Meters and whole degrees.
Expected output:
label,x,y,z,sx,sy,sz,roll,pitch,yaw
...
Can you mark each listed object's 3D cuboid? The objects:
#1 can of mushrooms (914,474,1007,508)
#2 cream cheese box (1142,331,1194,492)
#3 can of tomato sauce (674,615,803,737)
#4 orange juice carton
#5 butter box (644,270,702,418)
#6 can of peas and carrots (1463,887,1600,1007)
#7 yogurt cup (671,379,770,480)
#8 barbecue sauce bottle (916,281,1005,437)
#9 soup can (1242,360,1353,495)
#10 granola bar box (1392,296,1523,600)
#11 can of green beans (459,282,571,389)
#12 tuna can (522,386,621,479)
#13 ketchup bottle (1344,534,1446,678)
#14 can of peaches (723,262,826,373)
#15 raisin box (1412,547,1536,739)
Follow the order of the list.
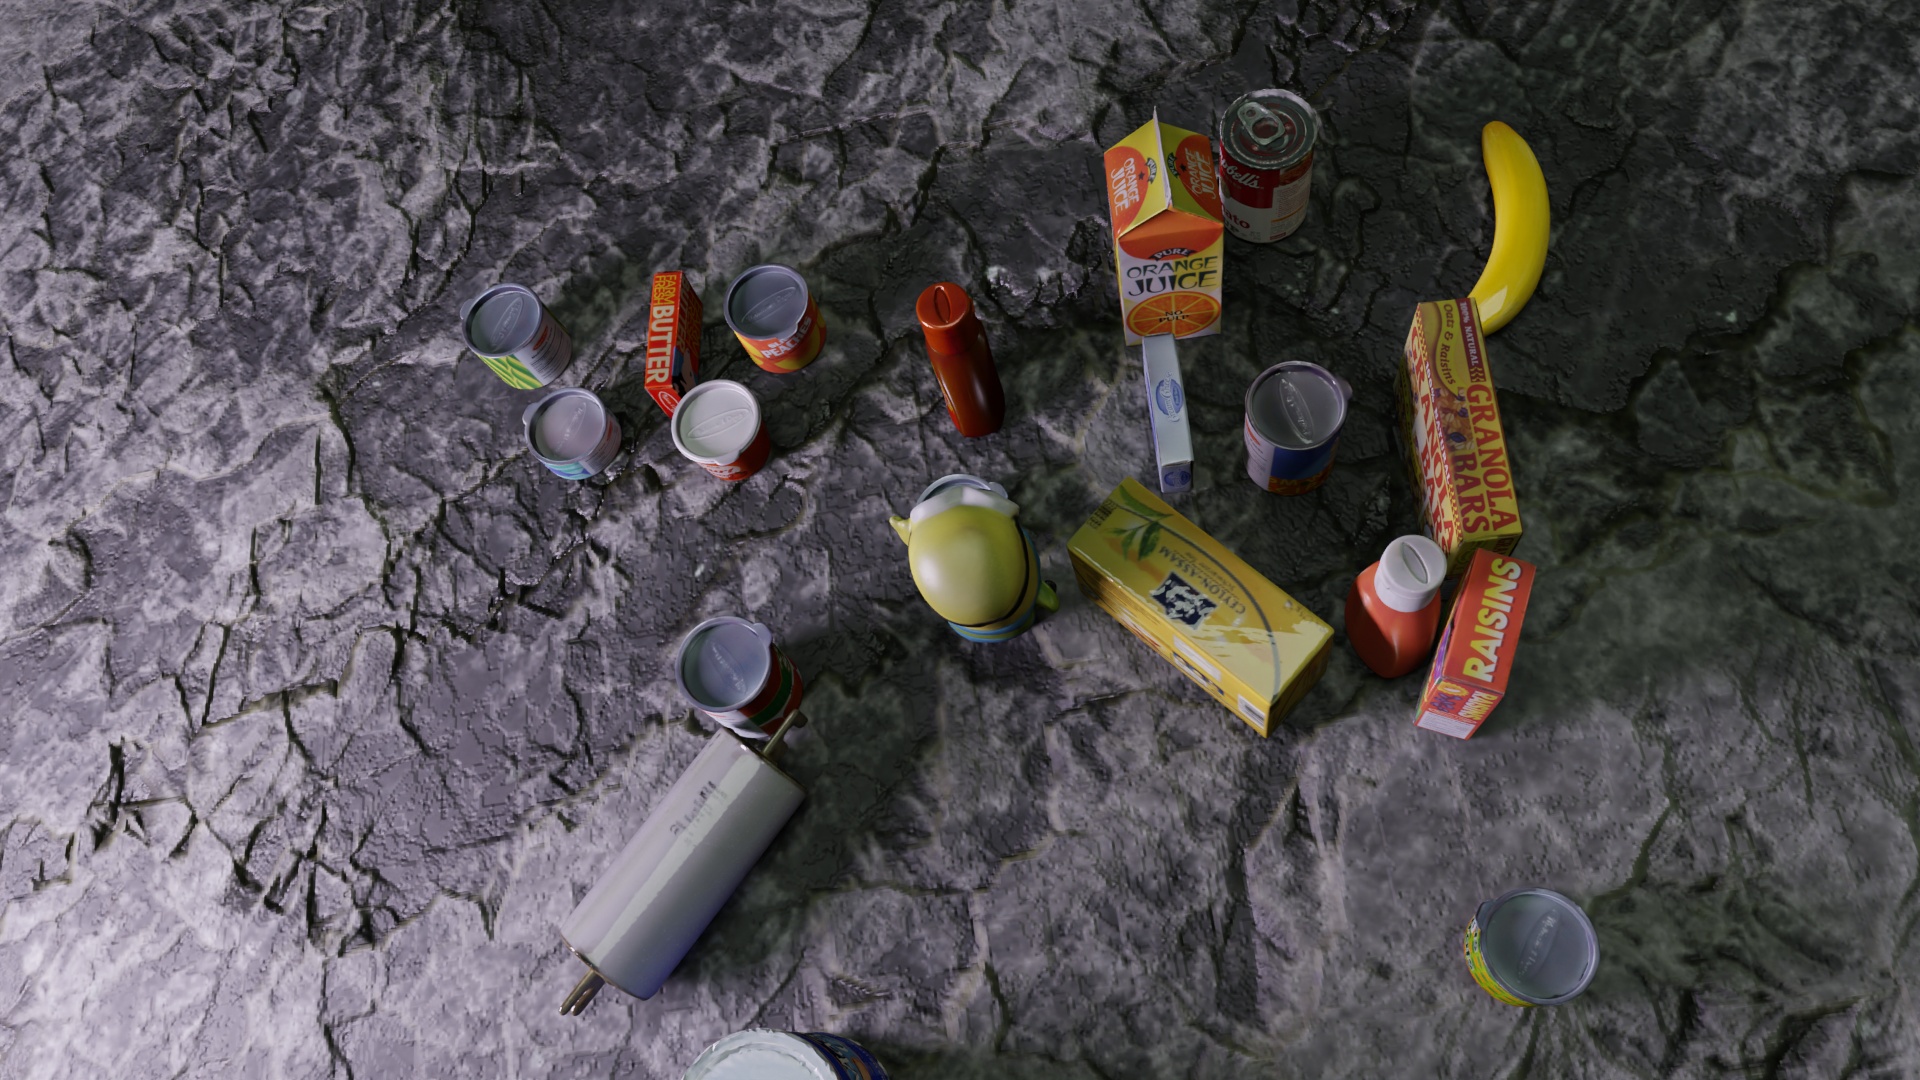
label,x,y,z,sx,sy,sz,roll,pitch,yaw
can of mushrooms,0.004,-0.012,0.997,0.071,0.033,0.071,-3,69,8
cream cheese box,0.148,-0.090,0.992,0.024,0.053,0.104,-8,68,7
can of tomato sauce,-0.149,0.094,0.954,0.071,0.083,0.071,-3,69,8
orange juice carton,0.142,-0.214,0.965,0.073,0.192,0.072,-7,69,7
butter box,-0.222,-0.152,1.077,0.024,0.053,0.104,-4,69,8
can of peas and carrots,0.337,0.243,0.830,0.071,0.058,0.071,-3,69,8
yogurt cup,-0.176,-0.080,1.041,0.072,0.053,0.072,-3,69,8
barbecue sauce bottle,0.001,-0.130,0.980,0.044,0.148,0.065,-13,68,5
soup can,0.231,-0.076,0.956,0.071,0.083,0.071,-3,69,8
granola bar box,0.324,-0.057,0.912,0.039,0.124,0.166,-6,69,7
can of green beans,-0.350,-0.161,1.099,0.071,0.057,0.071,-3,69,8
tuna can,-0.301,-0.083,1.074,0.071,0.032,0.071,-3,69,8
ketchup bottle,0.273,0.039,0.870,0.043,0.148,0.065,-24,68,0
can of peaches,-0.140,-0.168,1.067,0.071,0.058,0.071,-3,69,8
raisin box,0.318,0.067,0.866,0.040,0.123,0.086,17,73,15
